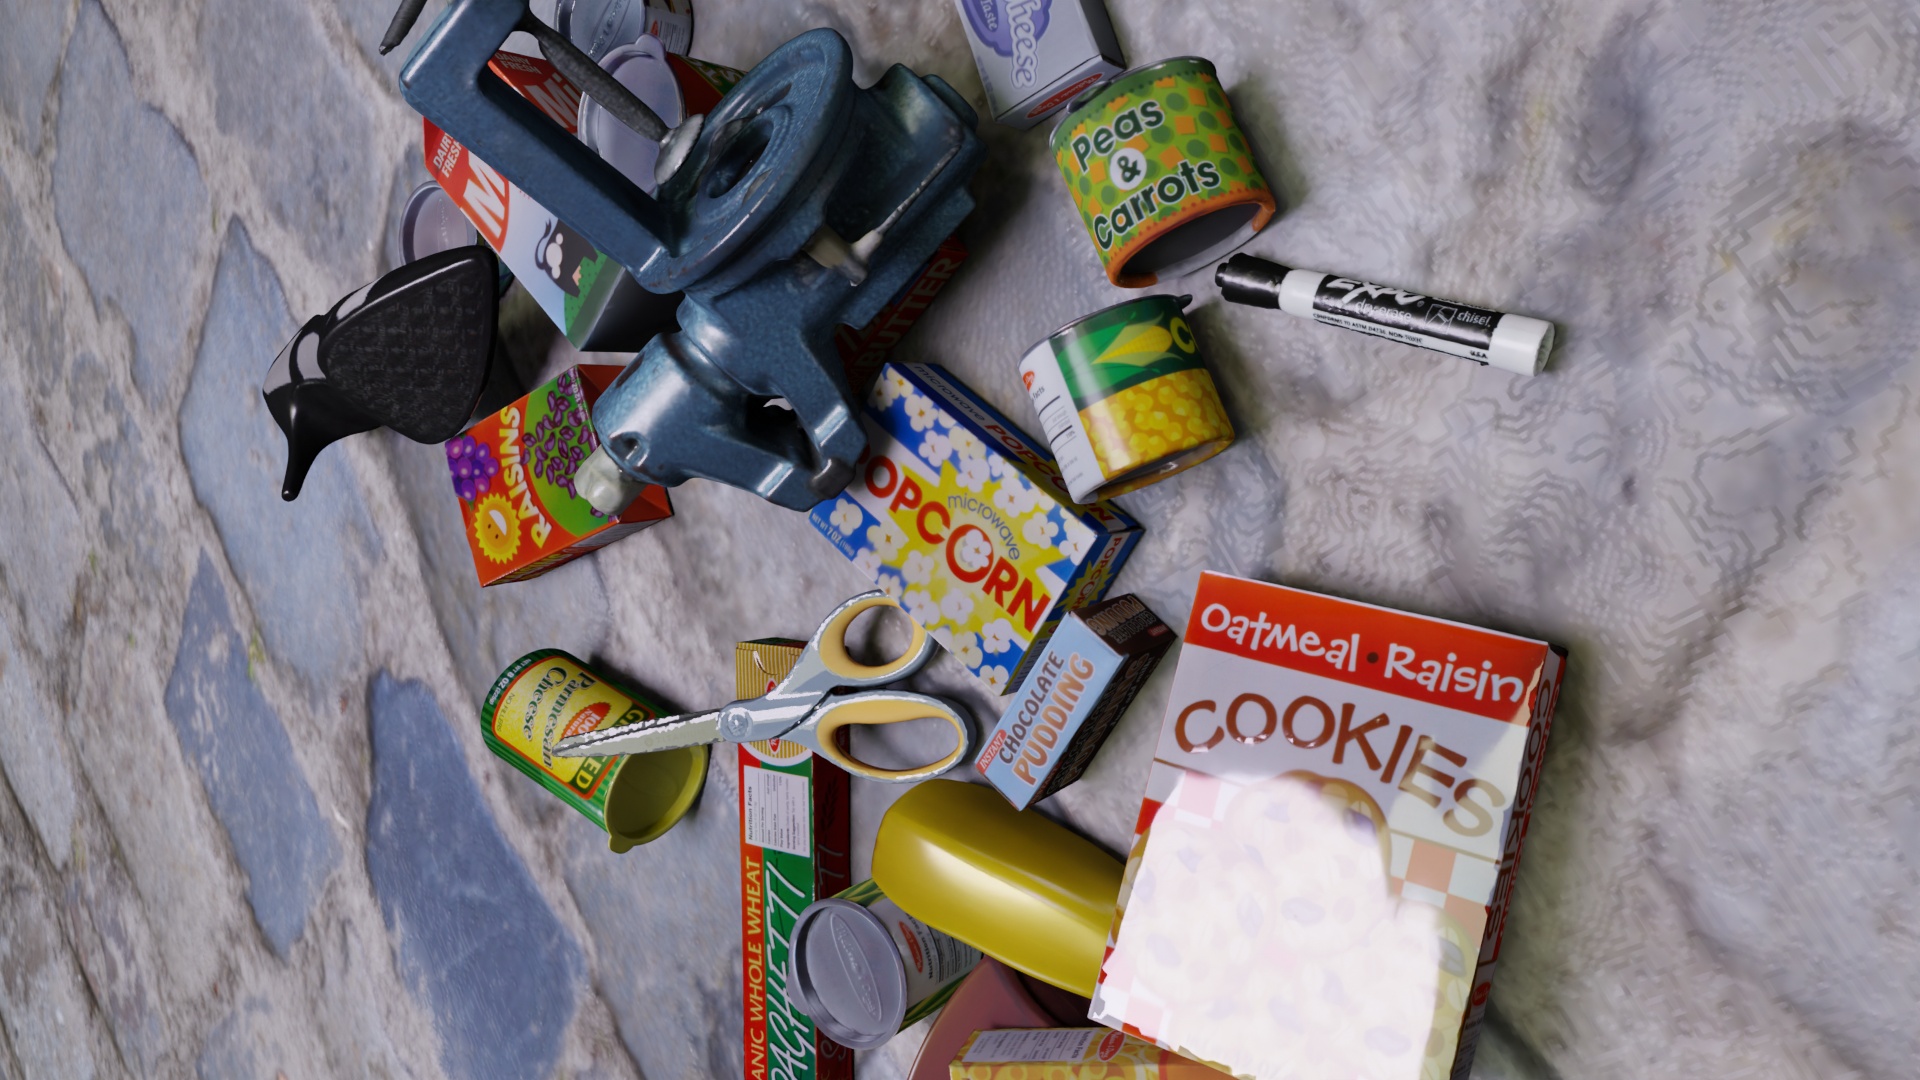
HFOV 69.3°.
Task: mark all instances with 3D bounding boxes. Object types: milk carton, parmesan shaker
[{"bbox_3d":[-0.198,-0.180,0.690,0.191,0.072,0.073,48,119,22],"label":"milk carton"},{"bbox_3d":[-0.191,0.106,0.715,0.103,0.071,0.071,23,108,31],"label":"parmesan shaker"}]

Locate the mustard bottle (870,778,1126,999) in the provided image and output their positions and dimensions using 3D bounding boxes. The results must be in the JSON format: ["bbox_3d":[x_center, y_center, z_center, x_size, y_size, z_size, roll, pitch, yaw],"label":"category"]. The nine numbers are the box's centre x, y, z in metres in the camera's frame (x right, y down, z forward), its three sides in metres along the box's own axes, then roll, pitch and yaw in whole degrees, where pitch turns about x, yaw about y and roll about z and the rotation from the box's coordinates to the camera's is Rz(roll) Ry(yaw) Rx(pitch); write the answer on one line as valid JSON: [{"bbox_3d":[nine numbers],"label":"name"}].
[{"bbox_3d":[0.041,0.150,0.561,0.160,0.065,0.048,24,111,26],"label":"mustard bottle"}]

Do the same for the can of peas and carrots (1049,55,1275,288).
[{"bbox_3d":[0.072,-0.132,0.505,0.070,0.071,0.059,-28,79,34],"label":"can of peas and carrots"}]

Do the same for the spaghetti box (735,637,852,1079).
[{"bbox_3d":[-0.080,0.172,0.669,0.050,0.029,0.249,3,97,35],"label":"spaghetti box"}]

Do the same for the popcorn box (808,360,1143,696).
[{"bbox_3d":[0.002,-0.007,0.587,0.127,0.038,0.085,41,115,25],"label":"popcorn box"}]

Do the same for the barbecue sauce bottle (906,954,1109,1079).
[{"bbox_3d":[0.004,0.243,0.607,0.065,0.044,0.148,42,117,18],"label":"barbecue sauce bottle"}]

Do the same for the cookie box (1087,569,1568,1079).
[{"bbox_3d":[0.126,0.103,0.482,0.123,0.040,0.167,12,85,32],"label":"cookie box"}]

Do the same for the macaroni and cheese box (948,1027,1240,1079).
[{"bbox_3d":[0.086,0.250,0.522,0.166,0.040,0.123,-7,91,17],"label":"macaroni and cheese box"}]

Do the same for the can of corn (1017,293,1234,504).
[{"bbox_3d":[0.065,-0.053,0.523,0.071,0.071,0.058,-26,80,34],"label":"can of corn"}]

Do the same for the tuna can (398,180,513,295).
[{"bbox_3d":[-0.278,-0.165,0.772,0.071,0.033,0.071,4,97,35],"label":"tuna can"}]

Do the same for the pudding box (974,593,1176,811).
[{"bbox_3d":[0.045,0.064,0.557,0.030,0.050,0.083,41,116,23],"label":"pudding box"}]

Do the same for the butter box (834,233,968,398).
[{"bbox_3d":[-0.046,-0.110,0.619,0.103,0.024,0.053,-48,68,28],"label":"butter box"}]

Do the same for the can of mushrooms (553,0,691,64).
[{"bbox_3d":[-0.168,-0.256,0.685,0.071,0.033,0.071,5,98,35],"label":"can of mushrooms"}]

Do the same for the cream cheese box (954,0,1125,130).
[{"bbox_3d":[0.024,-0.225,0.558,0.053,0.024,0.104,-23,82,34],"label":"cream cheese box"}]

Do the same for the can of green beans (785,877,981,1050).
[{"bbox_3d":[-0.033,0.183,0.619,0.071,0.058,0.071,4,97,35],"label":"can of green beans"}]

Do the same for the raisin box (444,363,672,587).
[{"bbox_3d":[-0.217,-0.032,0.739,0.123,0.040,0.086,-20,84,36],"label":"raisin box"}]

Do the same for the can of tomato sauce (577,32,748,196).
[{"bbox_3d":[-0.118,-0.184,0.626,0.071,0.083,0.071,4,97,35],"label":"can of tomato sauce"}]
